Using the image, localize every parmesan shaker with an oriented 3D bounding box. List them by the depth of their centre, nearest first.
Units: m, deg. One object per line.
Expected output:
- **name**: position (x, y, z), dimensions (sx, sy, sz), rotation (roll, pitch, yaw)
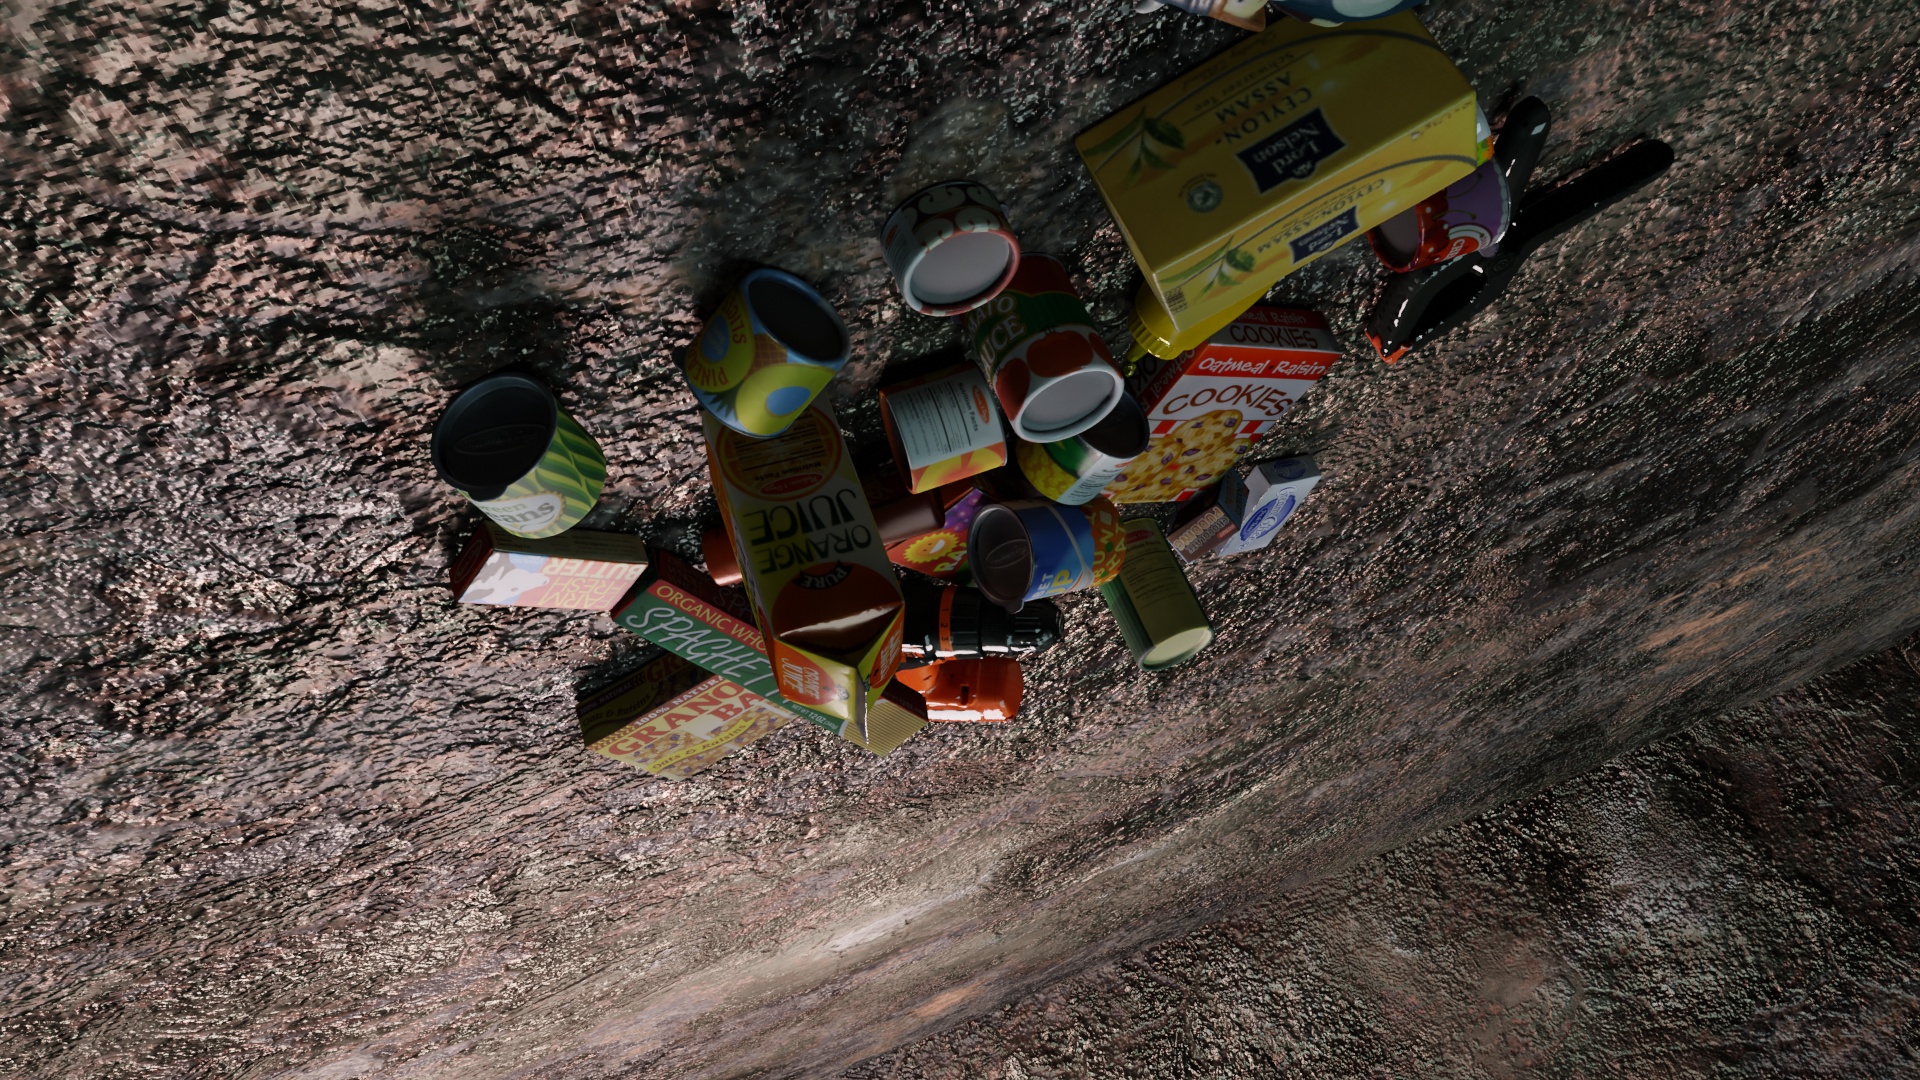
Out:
- **parmesan shaker**: position (0.145, 0.044, 1.086), dimensions (0.071, 0.103, 0.071), rotation (-18, 152, -10)

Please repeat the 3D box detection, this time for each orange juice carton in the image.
- **orange juice carton**: position (-0.081, 0.014, 0.761), dimensions (0.073, 0.193, 0.071), rotation (-15, 152, -14)

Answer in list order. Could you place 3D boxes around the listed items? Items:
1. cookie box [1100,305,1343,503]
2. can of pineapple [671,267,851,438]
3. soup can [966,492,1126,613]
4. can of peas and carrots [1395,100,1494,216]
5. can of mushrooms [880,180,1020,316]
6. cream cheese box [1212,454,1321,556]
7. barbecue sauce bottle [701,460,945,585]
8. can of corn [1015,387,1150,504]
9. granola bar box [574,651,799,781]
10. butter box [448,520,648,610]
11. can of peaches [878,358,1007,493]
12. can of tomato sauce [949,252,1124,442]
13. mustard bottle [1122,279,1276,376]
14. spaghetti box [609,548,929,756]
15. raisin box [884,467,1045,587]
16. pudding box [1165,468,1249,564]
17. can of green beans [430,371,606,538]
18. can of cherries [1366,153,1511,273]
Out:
- **cookie box**: position (0.156, -0.089, 0.931), dimensions (0.123, 0.040, 0.166), rotation (-3, 147, -35)
- **can of pineapple**: position (-0.098, -0.094, 0.695), dimensions (0.071, 0.071, 0.057), rotation (8, 139, -45)
- **soup can**: position (0.057, 0.006, 0.903), dimensions (0.084, 0.071, 0.071), rotation (-9, 150, -37)
- **can of peas and carrots**: position (0.242, -0.218, 0.746), dimensions (0.058, 0.071, 0.071), rotation (-31, 152, 12)
- **can of mushrooms**: position (-0.002, -0.149, 0.710), dimensions (0.071, 0.033, 0.070), rotation (-18, 151, -10)
- **cream cheese box**: position (0.244, -0.028, 1.124), dimensions (0.053, 0.024, 0.103), rotation (-11, 150, -25)
- **barbecue sauce bottle**: position (-0.085, -0.010, 0.865), dimensions (0.148, 0.065, 0.043), rotation (-18, 117, 5)
- **can of corn**: position (0.075, -0.066, 0.880), dimensions (0.071, 0.071, 0.058), rotation (-3, 151, -34)
- **granola bar box**: position (-0.179, 0.114, 1.027), dimensions (0.165, 0.039, 0.124), rotation (-29, 151, 11)
- **butter box**: position (-0.242, 0.016, 0.823), dimensions (0.103, 0.024, 0.053), rotation (7, 139, -44)
- **can of peaches**: position (-0.011, -0.066, 0.814), dimensions (0.058, 0.071, 0.071), rotation (-19, 152, -9)
- **can of tomato sauce**: position (0.042, -0.105, 0.766), dimensions (0.071, 0.083, 0.071), rotation (-19, 152, -10)
- **mustard bottle**: position (0.140, -0.151, 0.800), dimensions (0.065, 0.049, 0.159), rotation (4, 143, -41)
- **spaghetti box**: position (-0.124, 0.081, 0.941), dimensions (0.050, 0.029, 0.249), rotation (-40, 130, 21)
- **raisin box**: position (0.003, -0.012, 0.949), dimensions (0.086, 0.040, 0.123), rotation (-34, 150, 21)
- **pudding box**: position (0.185, -0.021, 1.038), dimensions (0.049, 0.030, 0.084), rotation (-37, -171, 27)
- **can of green beans**: position (-0.219, -0.041, 0.694), dimensions (0.071, 0.071, 0.057), rotation (-24, 153, 1)
- **can of cherries**: position (0.276, -0.192, 0.808), dimensions (0.058, 0.072, 0.071), rotation (-18, 152, -11)
